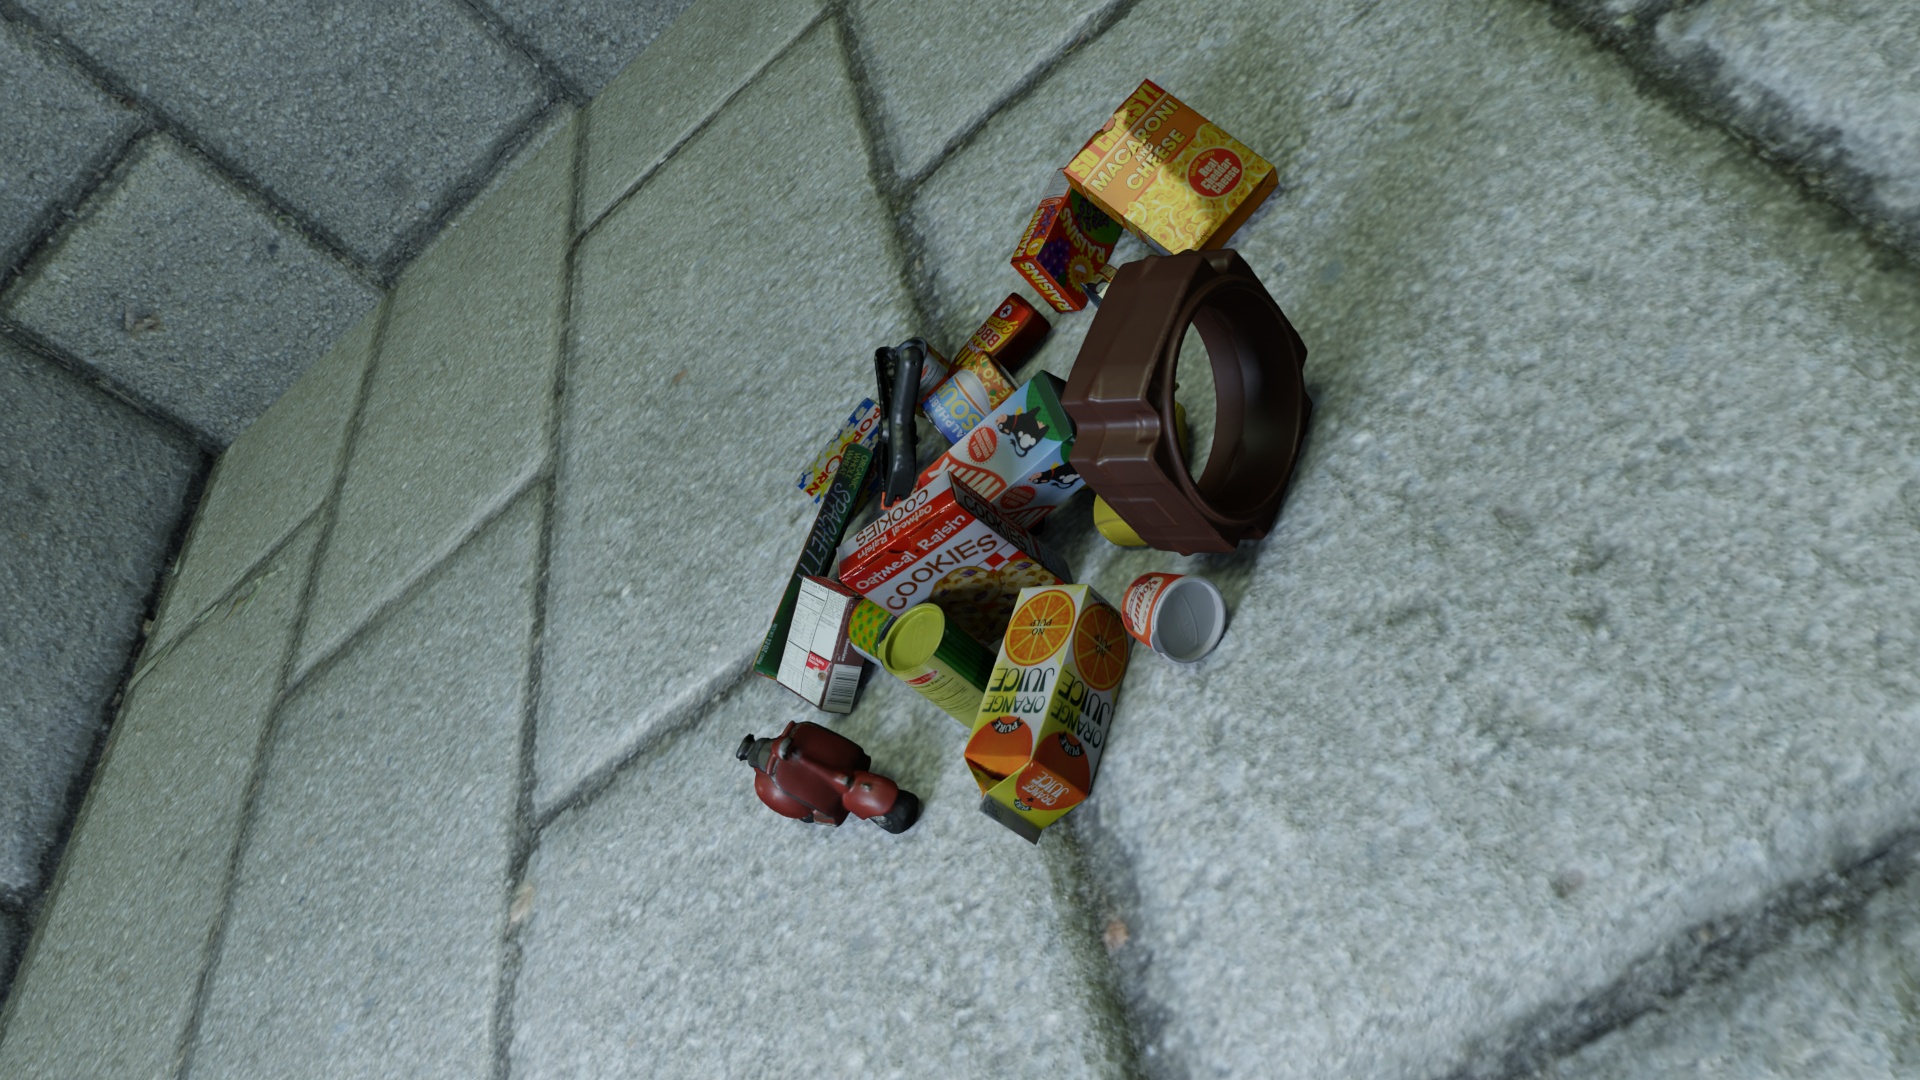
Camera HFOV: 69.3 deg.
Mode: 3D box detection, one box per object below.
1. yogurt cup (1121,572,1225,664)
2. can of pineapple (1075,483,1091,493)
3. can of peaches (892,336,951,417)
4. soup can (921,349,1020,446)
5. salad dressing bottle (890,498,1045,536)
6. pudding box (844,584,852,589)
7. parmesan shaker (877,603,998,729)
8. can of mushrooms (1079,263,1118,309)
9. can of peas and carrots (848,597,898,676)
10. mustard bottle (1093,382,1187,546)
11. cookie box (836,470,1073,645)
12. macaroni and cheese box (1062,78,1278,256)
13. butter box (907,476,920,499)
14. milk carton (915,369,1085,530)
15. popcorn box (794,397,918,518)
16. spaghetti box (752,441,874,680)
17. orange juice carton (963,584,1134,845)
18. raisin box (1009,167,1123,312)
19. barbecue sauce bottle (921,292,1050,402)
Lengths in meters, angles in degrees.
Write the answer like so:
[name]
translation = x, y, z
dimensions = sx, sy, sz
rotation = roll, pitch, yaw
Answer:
[yogurt cup]
translation = 0.160, 0.055, 1.058
dimensions = 0.072, 0.072, 0.054
rotation = -56, 28, -9
[can of pineapple]
translation = 0.103, -0.075, 1.229
dimensions = 0.057, 0.071, 0.071
rotation = -17, 47, 37
[can of peaches]
translation = -0.043, -0.174, 1.477
dimensions = 0.071, 0.058, 0.071
rotation = -28, 41, 28
[soup can]
translation = 0.012, -0.139, 1.376
dimensions = 0.083, 0.071, 0.071
rotation = -41, 37, 12
[salad dressing bottle]
translation = 0.005, -0.016, 1.279
dimensions = 0.147, 0.044, 0.064
rotation = -5, 67, 29
[pudding box]
translation = -0.082, 0.060, 1.333
dimensions = 0.049, 0.030, 0.084
rotation = -53, 36, -2
[parmesan shaker]
translation = -0.009, 0.106, 1.154
dimensions = 0.071, 0.103, 0.072
rotation = -27, 42, 27
[can of mushrooms]
translation = 0.148, -0.230, 1.316
dimensions = 0.033, 0.071, 0.071
rotation = -45, 36, 4
[can of peas and carrots]
translation = -0.059, 0.082, 1.258
dimensions = 0.071, 0.071, 0.059
rotation = -56, 36, -8
[mustard bottle]
translation = 0.160, -0.072, 1.181
dimensions = 0.065, 0.048, 0.161
rotation = -7, 54, 41
[cookie box]
translation = -0.003, 0.025, 1.163
dimensions = 0.122, 0.167, 0.040
rotation = -35, 45, 20
[macaroni and cheese box]
translation = 0.199, -0.349, 1.329
dimensions = 0.123, 0.040, 0.167
rotation = -48, 67, 2
[butter box]
translation = -0.039, -0.013, 1.358
dimensions = 0.053, 0.024, 0.104
rotation = 7, 64, 48
[milk carton]
translation = 0.035, -0.052, 1.187
dimensions = 0.190, 0.072, 0.074
rotation = -40, 55, 27
[popcorn box]
translation = -0.112, -0.085, 1.485
dimensions = 0.126, 0.038, 0.085
rotation = -50, 36, -1
[spaghetti box]
translation = -0.145, 0.020, 1.390
dimensions = 0.050, 0.029, 0.250
rotation = 100, -168, -77
[orange juice carton]
translation = 0.066, 0.134, 1.077
dimensions = 0.073, 0.071, 0.193
rotation = -7, 53, 44
[raisin box]
translation = 0.110, -0.305, 1.409
dimensions = 0.040, 0.086, 0.124
rotation = 4, 62, 47
[barbecue sauce bottle]
translation = 0.024, -0.185, 1.429
dimensions = 0.148, 0.043, 0.065
rotation = -46, 38, 5
